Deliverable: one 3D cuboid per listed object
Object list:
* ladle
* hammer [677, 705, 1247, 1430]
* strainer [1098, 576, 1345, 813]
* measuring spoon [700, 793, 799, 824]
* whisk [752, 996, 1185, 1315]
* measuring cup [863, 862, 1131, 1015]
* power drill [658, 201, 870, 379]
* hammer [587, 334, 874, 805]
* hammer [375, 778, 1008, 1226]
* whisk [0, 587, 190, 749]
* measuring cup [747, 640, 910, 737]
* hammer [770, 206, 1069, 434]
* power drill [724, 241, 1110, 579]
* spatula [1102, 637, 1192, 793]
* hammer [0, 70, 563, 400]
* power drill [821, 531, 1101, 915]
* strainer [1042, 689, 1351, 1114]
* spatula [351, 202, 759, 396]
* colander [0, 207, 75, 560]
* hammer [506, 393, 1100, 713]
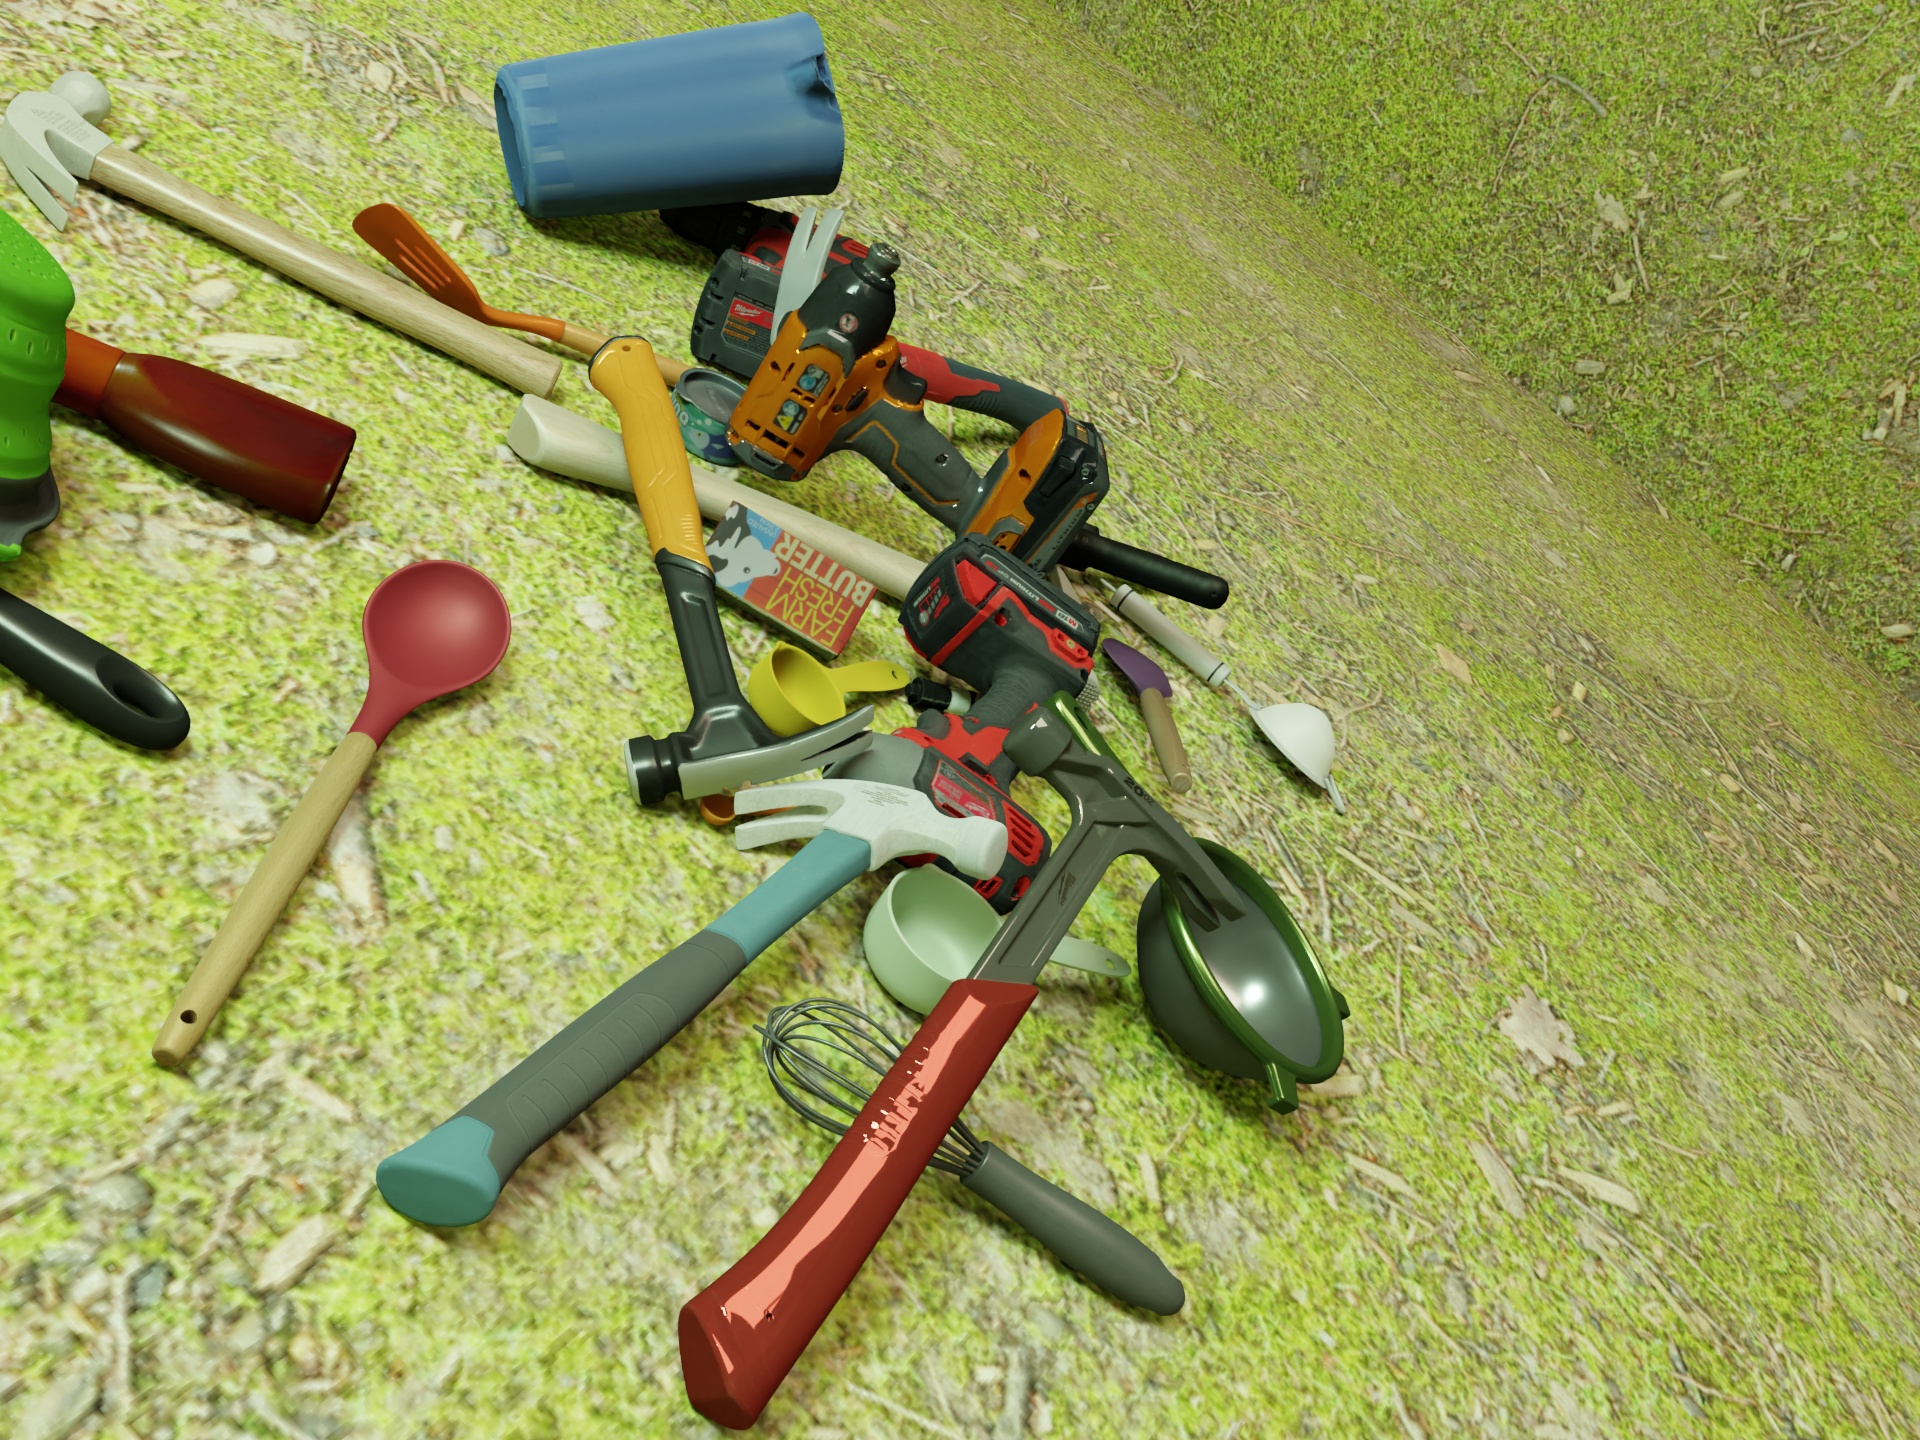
[{"bbox_3d":[-0.269,0.026,0.691,0.069,0.031,0.316,25,35,-13],"label":"ladle"},{"bbox_3d":[0.004,0.148,0.690,0.149,0.036,0.359,45,49,-7],"label":"hammer"},{"bbox_3d":[0.204,-0.030,1.210,0.258,0.050,0.087,40,16,12],"label":"strainer"},{"bbox_3d":[-0.094,0.047,0.851,0.116,0.011,0.021,-1,46,-49],"label":"measuring spoon"},{"bbox_3d":[0.006,0.200,0.717,0.239,0.055,0.055,37,31,-9],"label":"whisk"},{"bbox_3d":[0.021,0.126,0.834,0.167,0.038,0.083,17,36,-37],"label":"measuring cup"},{"bbox_3d":[-0.156,-0.347,1.241,0.187,0.080,0.227,20,31,-12],"label":"power drill"},{"bbox_3d":[-0.151,-0.102,0.892,0.127,0.034,0.337,-12,54,-13],"label":"hammer"},{"bbox_3d":[-0.112,0.107,0.694,0.128,0.033,0.331,16,30,26],"label":"hammer"},{"bbox_3d":[-0.442,-0.077,0.634,0.295,0.073,0.073,36,31,-13],"label":"whisk"},{"bbox_3d":[-0.074,-0.017,0.942,0.062,0.029,0.156,56,23,10],"label":"measuring cup"},{"bbox_3d":[-0.014,-0.277,1.219,0.038,0.143,0.386,16,10,29],"label":"hammer"},{"bbox_3d":[-0.017,-0.192,1.024,0.226,0.164,0.084,28,30,-16],"label":"power drill"},{"bbox_3d":[0.126,-0.009,1.050,0.059,0.018,0.316,31,15,-8],"label":"spatula"},{"bbox_3d":[-0.400,-0.278,0.957,0.331,0.031,0.130,25,33,-19],"label":"hammer"},{"bbox_3d":[-0.001,-0.003,0.918,0.143,0.078,0.220,34,42,-14],"label":"power drill"},{"bbox_3d":[0.110,0.102,0.888,0.256,0.069,0.151,54,27,6],"label":"strainer"},{"bbox_3d":[-0.245,-0.263,1.071,0.322,0.041,0.081,14,-5,-37],"label":"spatula"},{"bbox_3d":[-0.489,-0.227,0.692,0.397,0.094,0.204,45,4,31],"label":"colander"},{"bbox_3d":[-0.092,-0.123,1.046,0.410,0.038,0.146,21,33,-23],"label":"hammer"}]
